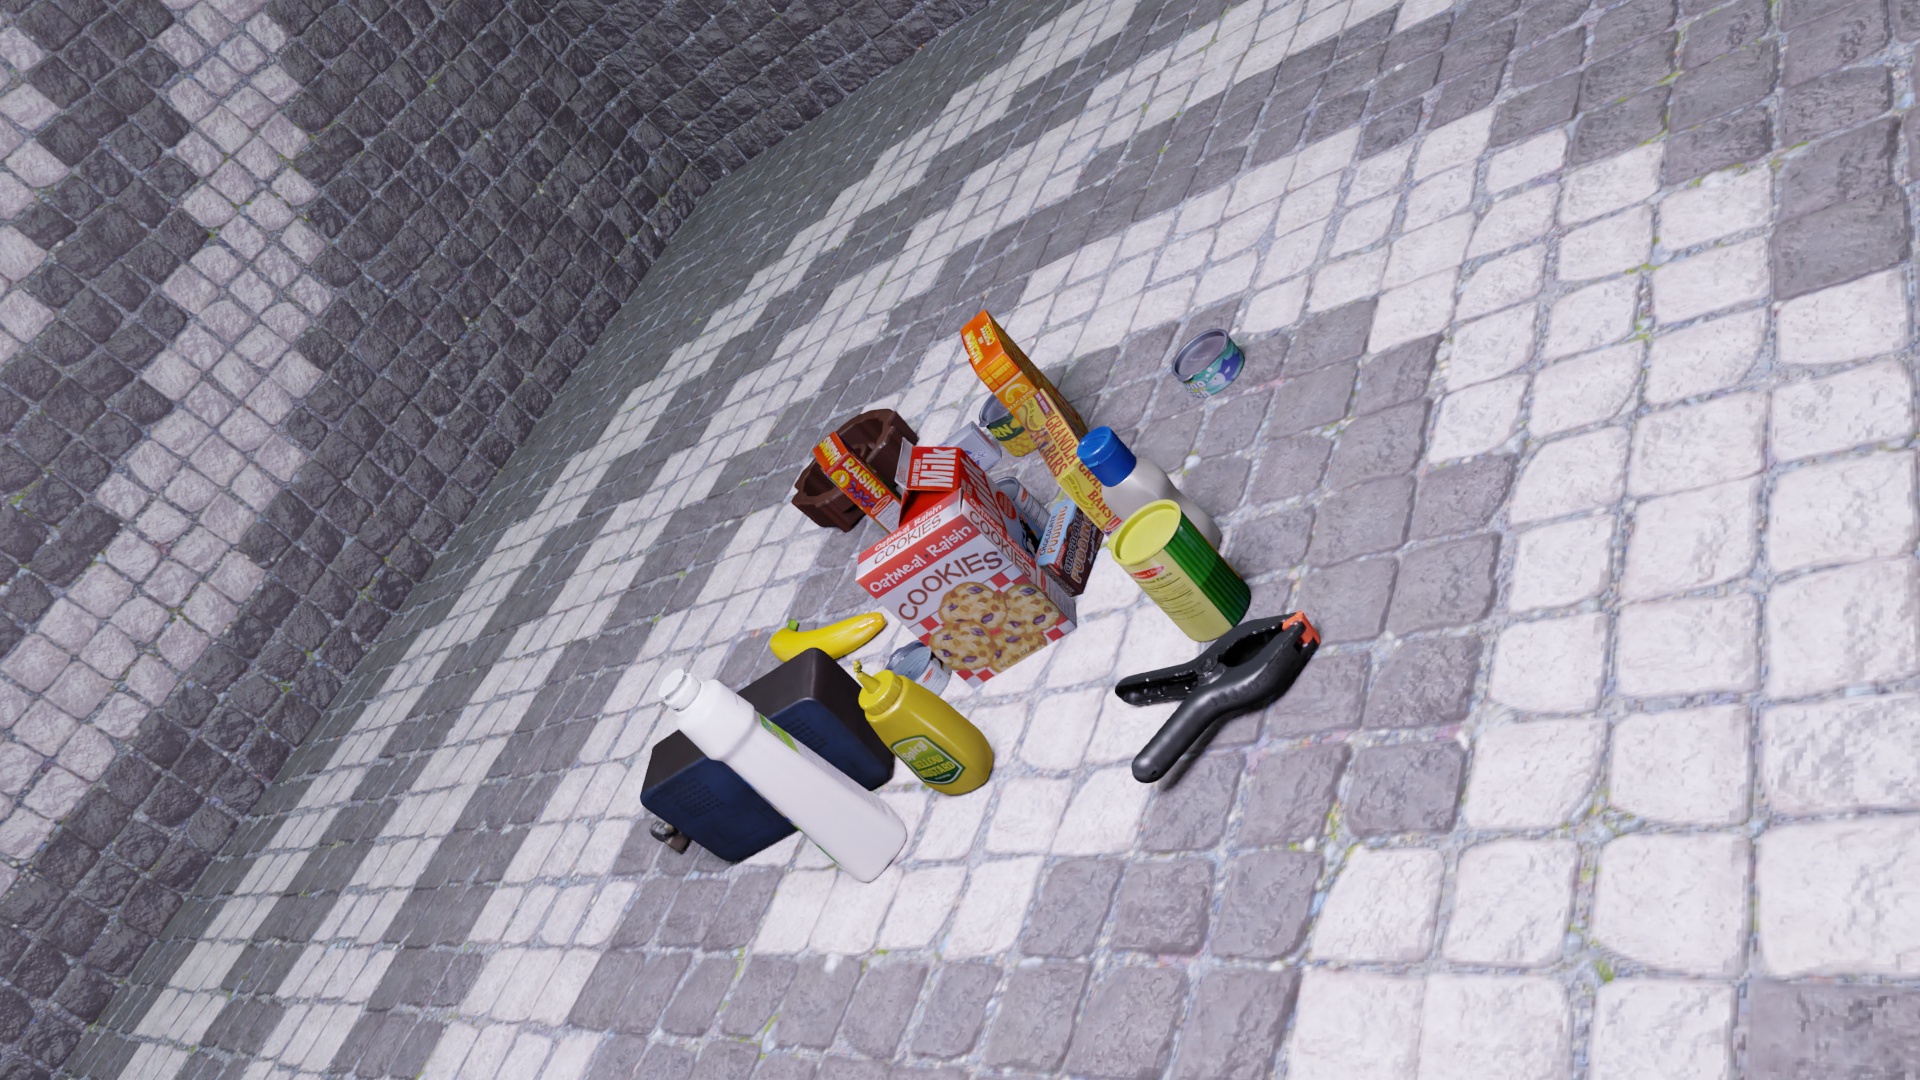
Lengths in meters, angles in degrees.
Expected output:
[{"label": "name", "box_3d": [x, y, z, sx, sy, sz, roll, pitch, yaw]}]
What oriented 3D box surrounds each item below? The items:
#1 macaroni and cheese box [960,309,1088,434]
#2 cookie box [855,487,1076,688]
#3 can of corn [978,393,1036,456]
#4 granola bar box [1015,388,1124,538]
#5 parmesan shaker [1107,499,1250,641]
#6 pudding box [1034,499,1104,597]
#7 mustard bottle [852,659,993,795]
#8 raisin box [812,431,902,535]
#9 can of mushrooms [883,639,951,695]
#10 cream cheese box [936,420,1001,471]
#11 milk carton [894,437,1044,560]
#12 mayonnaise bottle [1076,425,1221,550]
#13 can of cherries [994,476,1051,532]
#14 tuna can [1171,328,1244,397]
[{"label": "macaroni and cheese box", "box_3d": [0.071, -0.148, 1.429, 0.040, 0.166, 0.124, -39, 28, 13]}, {"label": "cookie box", "box_3d": [0.006, 0.045, 1.250, 0.122, 0.167, 0.040, -33, 29, 23]}, {"label": "can of corn", "box_3d": [0.062, -0.133, 1.541, 0.071, 0.058, 0.071, -33, 29, 22]}, {"label": "granola bar box", "box_3d": [0.119, -0.061, 1.288, 0.039, 0.124, 0.166, -40, 27, 10]}, {"label": "parmesan shaker", "box_3d": [0.175, 0.025, 1.113, 0.071, 0.103, 0.072, -34, 29, 22]}, {"label": "pudding box", "box_3d": [0.101, 0.007, 1.301, 0.030, 0.049, 0.084, -18, 38, 43]}, {"label": "mustard bottle", "box_3d": [-0.040, 0.154, 1.171, 0.065, 0.160, 0.049, -26, 32, 33]}, {"label": "raisin box", "box_3d": [-0.111, -0.064, 1.612, 0.040, 0.123, 0.086, -43, 27, 4]}, {"label": "can of mushrooms", "box_3d": [-0.044, 0.130, 1.348, 0.071, 0.033, 0.071, -33, 29, 22]}, {"label": "cream cheese box", "box_3d": [-0.009, -0.085, 1.577, 0.103, 0.053, 0.024, -35, 29, 19]}, {"label": "milk carton", "box_3d": [0.005, -0.016, 1.312, 0.073, 0.190, 0.073, -31, 30, 25]}, {"label": "mayonnaise bottle", "box_3d": [0.156, -0.036, 1.175, 0.064, 0.148, 0.041, -16, 39, 44]}, {"label": "can of cherries", "box_3d": [0.048, -0.021, 1.402, 0.071, 0.058, 0.072, -33, 29, 22]}, {"label": "tuna can", "box_3d": [0.243, -0.173, 1.372, 0.071, 0.032, 0.071, -33, 29, 22]}]
